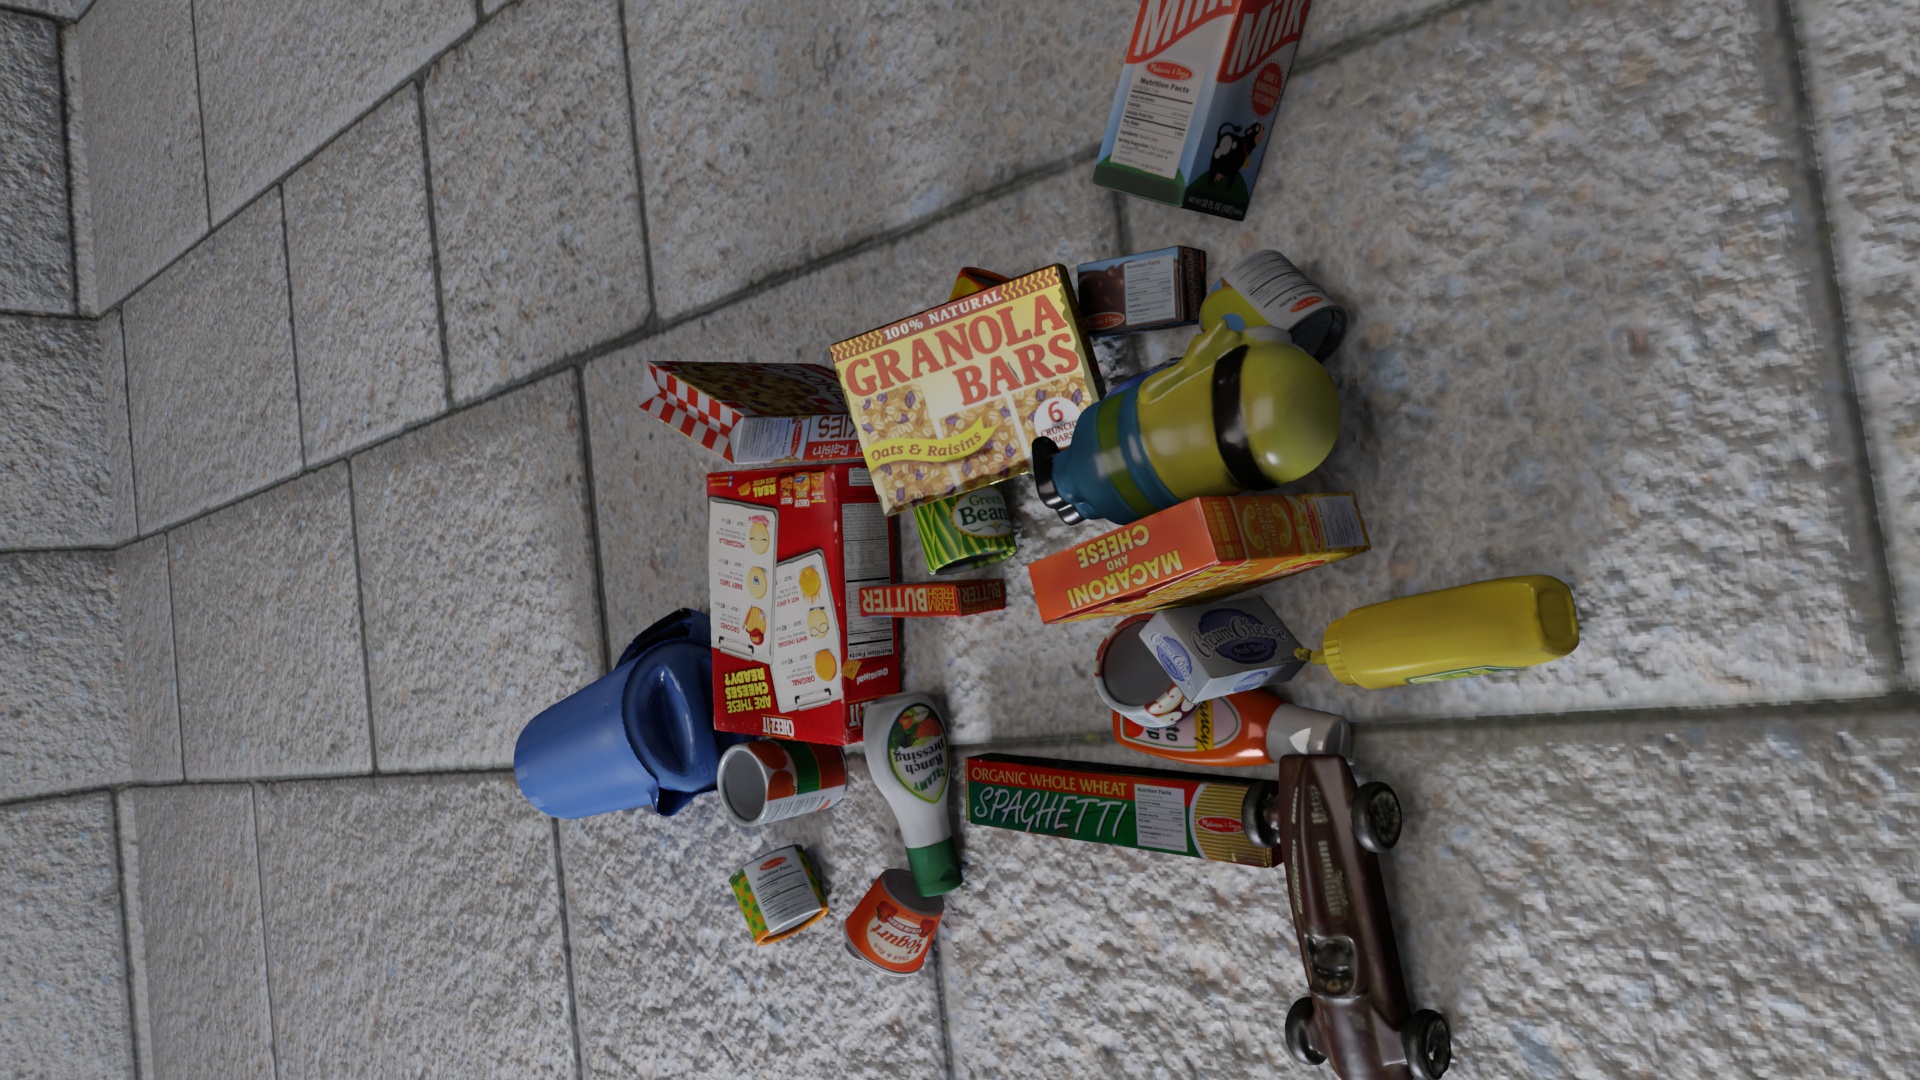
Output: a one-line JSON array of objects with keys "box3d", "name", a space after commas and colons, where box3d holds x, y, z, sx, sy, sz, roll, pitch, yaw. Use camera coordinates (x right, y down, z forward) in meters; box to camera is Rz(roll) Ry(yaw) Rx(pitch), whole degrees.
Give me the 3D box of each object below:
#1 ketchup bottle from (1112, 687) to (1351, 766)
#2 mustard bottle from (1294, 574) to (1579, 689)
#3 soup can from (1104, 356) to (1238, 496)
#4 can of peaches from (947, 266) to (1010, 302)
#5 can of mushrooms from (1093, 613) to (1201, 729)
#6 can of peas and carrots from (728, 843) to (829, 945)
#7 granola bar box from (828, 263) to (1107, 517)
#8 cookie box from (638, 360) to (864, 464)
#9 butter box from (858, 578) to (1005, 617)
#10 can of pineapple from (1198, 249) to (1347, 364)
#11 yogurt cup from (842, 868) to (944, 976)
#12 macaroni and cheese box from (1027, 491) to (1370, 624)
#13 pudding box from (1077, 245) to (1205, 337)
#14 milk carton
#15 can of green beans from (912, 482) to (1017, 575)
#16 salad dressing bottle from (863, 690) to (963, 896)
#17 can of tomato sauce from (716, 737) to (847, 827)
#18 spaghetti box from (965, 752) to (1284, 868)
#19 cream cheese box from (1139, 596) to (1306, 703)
[{"box3d": [0.166, 0.111, 0.860, 0.149, 0.043, 0.064, 9, 90, 41], "name": "ketchup bottle"}, {"box3d": [0.254, 0.055, 0.767, 0.160, 0.065, 0.049, -18, 74, 47], "name": "mustard bottle"}, {"box3d": [0.135, -0.062, 0.865, 0.071, 0.071, 0.084, -29, 73, 39], "name": "soup can"}, {"box3d": [0.019, -0.152, 0.968, 0.071, 0.071, 0.057, 39, 116, 35], "name": "can of peaches"}, {"box3d": [0.119, 0.078, 0.859, 0.071, 0.033, 0.071, -19, 56, 31], "name": "can of mushrooms"}, {"box3d": [-0.149, 0.292, 1.141, 0.070, 0.071, 0.059, -44, 64, 34], "name": "can of peas and carrots"}, {"box3d": [0.010, -0.098, 0.925, 0.165, 0.039, 0.124, -17, 95, 18], "name": "granola bar box"}, {"box3d": [-0.136, -0.100, 1.046, 0.123, 0.168, 0.040, 29, 114, 38], "name": "cookie box"}, {"box3d": [-0.021, 0.043, 1.023, 0.103, 0.053, 0.024, -3, 91, 43], "name": "butter box"}, {"box3d": [0.183, -0.128, 0.822, 0.058, 0.071, 0.070, 52, 124, 29], "name": "can of pineapple"}, {"box3d": [-0.048, 0.286, 1.049, 0.072, 0.072, 0.053, 39, 109, 35], "name": "yogurt cup"}, {"box3d": [0.139, 0.010, 0.797, 0.123, 0.167, 0.040, -23, 77, 41], "name": "macaroni and cheese box"}, {"box3d": [0.117, -0.161, 0.905, 0.083, 0.030, 0.049, -2, 91, 43], "name": "pudding box"}, {"box3d": [0.152, -0.298, 0.840, 0.073, 0.072, 0.190, 28, 111, 38], "name": "milk carton"}, {"box3d": [0.002, -0.012, 0.991, 0.071, 0.071, 0.058, -25, 76, 40], "name": "can of green beans"}, {"box3d": [-0.032, 0.188, 1.035, 0.044, 0.064, 0.147, -12, 92, 54], "name": "salad dressing bottle"}, {"box3d": [-0.145, 0.189, 1.120, 0.071, 0.083, 0.071, 2, 93, 42], "name": "can of tomato sauce"}, {"box3d": [0.103, 0.176, 0.929, 0.250, 0.029, 0.050, -2, 90, 43], "name": "spaghetti box"}, {"box3d": [0.157, 0.063, 0.825, 0.053, 0.104, 0.024, 54, 128, 28], "name": "cream cheese box"}]
